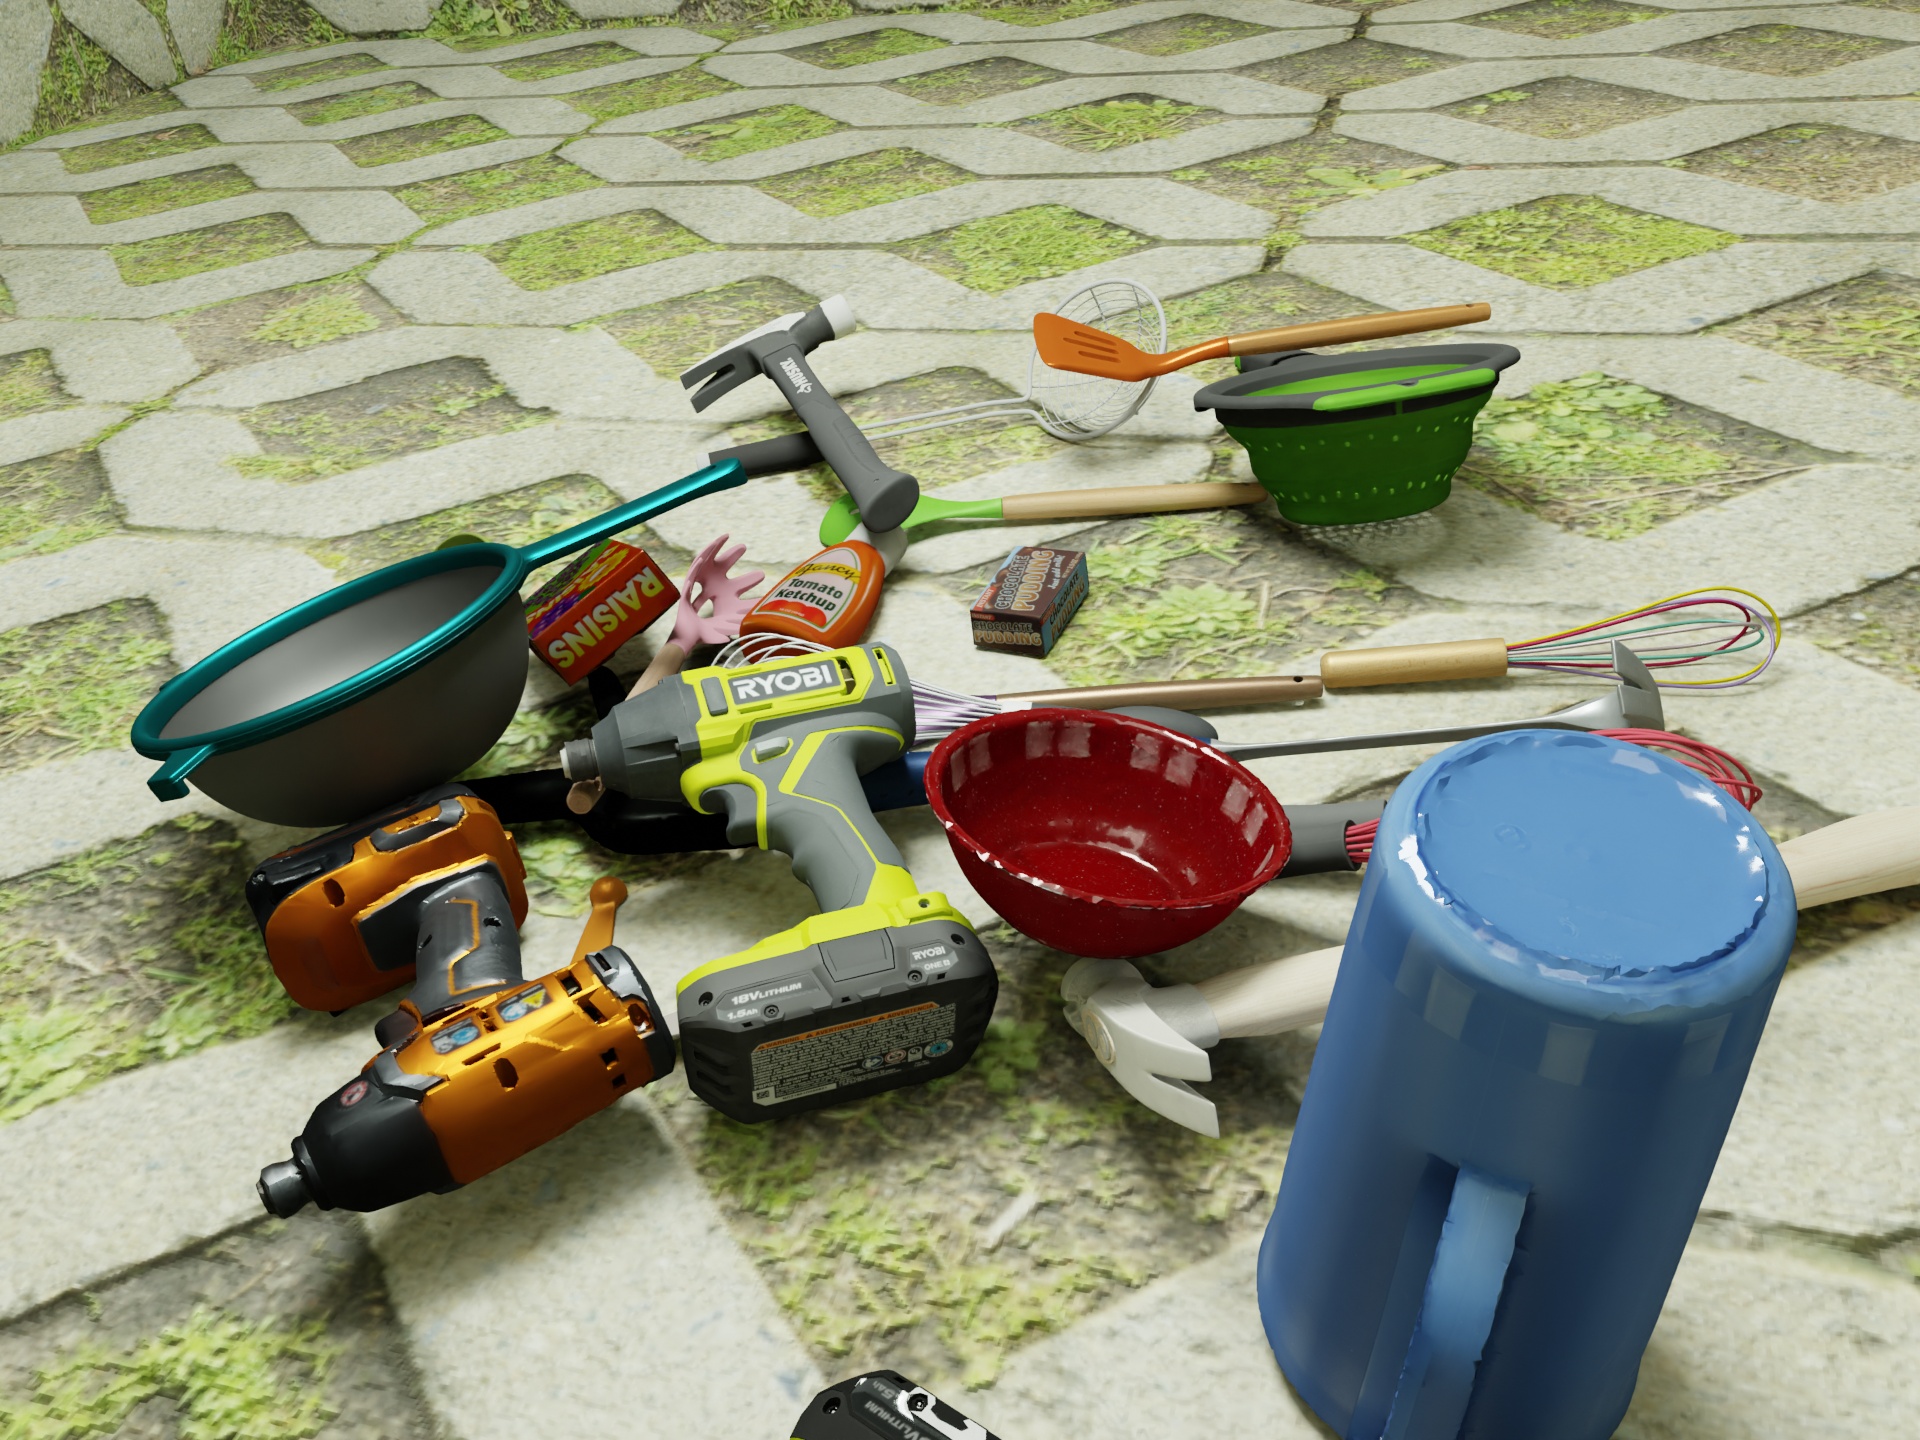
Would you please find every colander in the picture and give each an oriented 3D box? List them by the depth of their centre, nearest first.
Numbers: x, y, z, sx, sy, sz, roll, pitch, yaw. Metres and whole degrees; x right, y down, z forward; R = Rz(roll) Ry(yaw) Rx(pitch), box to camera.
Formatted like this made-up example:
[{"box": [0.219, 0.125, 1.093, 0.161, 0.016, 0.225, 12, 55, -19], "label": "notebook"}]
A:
[{"box": [0.254, -0.205, 1.111, 0.204, 0.094, 0.397, -10, 17, 0], "label": "colander"}]

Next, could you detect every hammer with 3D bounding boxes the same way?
[{"box": [0.256, 0.093, 0.673, 0.410, 0.038, 0.146, -11, 7, -11], "label": "hammer"}, {"box": [0.136, 0.014, 0.796, 0.405, 0.144, 0.035, -5, 74, 13], "label": "hammer"}, {"box": [-0.105, -0.217, 1.148, 0.146, 0.035, 0.335, -26, 38, -5], "label": "hammer"}]

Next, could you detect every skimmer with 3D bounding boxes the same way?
[{"box": [-0.024, -0.245, 1.199, 0.363, 0.090, 0.127, -13, 65, -4], "label": "skimmer"}]

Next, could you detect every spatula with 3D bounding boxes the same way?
[{"box": [0.047, -0.008, 0.908, 0.316, 0.018, 0.060, -4, 46, 6], "label": "spatula"}, {"box": [0.214, -0.277, 1.131, 0.322, 0.041, 0.081, -7, 41, 3], "label": "spatula"}]

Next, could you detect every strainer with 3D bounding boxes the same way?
[{"box": [-0.255, -0.034, 0.853, 0.340, 0.095, 0.211, -27, 25, -16], "label": "strainer"}]

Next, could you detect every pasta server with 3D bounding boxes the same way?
[{"box": [-0.166, -0.031, 0.915, 0.040, 0.060, 0.316, -27, 20, 17], "label": "pasta server"}]

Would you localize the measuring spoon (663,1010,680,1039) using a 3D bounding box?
[{"box": [-0.125, 0.145, 0.729, 0.124, 0.018, 0.034, -15, 26, -23], "label": "measuring spoon"}]

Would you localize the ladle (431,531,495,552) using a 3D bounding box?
[{"box": [-0.329, -0.005, 0.943, 0.078, 0.062, 0.320, -28, 31, 23], "label": "ladle"}]

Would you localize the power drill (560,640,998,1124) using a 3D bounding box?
[{"box": [-0.085, 0.063, 0.732, 0.171, 0.080, 0.223, -11, 47, -13], "label": "power drill"}]

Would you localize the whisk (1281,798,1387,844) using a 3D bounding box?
[{"box": [0.200, 0.046, 0.752, 0.239, 0.055, 0.055, -8, 32, 23], "label": "whisk"}]

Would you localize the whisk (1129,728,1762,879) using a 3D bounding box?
[{"box": [0.192, 0.053, 0.702, 0.296, 0.073, 0.073, -11, 28, 33], "label": "whisk"}]

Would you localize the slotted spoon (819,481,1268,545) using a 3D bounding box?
[{"box": [0.055, -0.151, 1.107, 0.314, 0.031, 0.070, -3, 34, 4], "label": "slotted spoon"}]

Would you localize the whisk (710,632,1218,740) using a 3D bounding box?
[{"box": [-0.001, -0.002, 0.873, 0.284, 0.070, 0.070, 6, 36, 5], "label": "whisk"}]

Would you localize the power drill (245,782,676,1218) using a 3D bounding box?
[{"box": [-0.242, 0.122, 0.702, 0.164, 0.084, 0.227, -26, 33, -24], "label": "power drill"}]

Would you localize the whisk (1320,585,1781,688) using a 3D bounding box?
[{"box": [0.325, -0.041, 0.886, 0.245, 0.047, 0.051, -4, 36, 10], "label": "whisk"}]

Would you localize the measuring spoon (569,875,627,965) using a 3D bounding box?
[{"box": [-0.183, 0.115, 0.780, 0.021, 0.011, 0.117, -5, 35, 4], "label": "measuring spoon"}]

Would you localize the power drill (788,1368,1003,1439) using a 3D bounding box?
[{"box": [-0.060, 0.302, 0.434, 0.191, 0.080, 0.228, 20, 45, 33], "label": "power drill"}]
